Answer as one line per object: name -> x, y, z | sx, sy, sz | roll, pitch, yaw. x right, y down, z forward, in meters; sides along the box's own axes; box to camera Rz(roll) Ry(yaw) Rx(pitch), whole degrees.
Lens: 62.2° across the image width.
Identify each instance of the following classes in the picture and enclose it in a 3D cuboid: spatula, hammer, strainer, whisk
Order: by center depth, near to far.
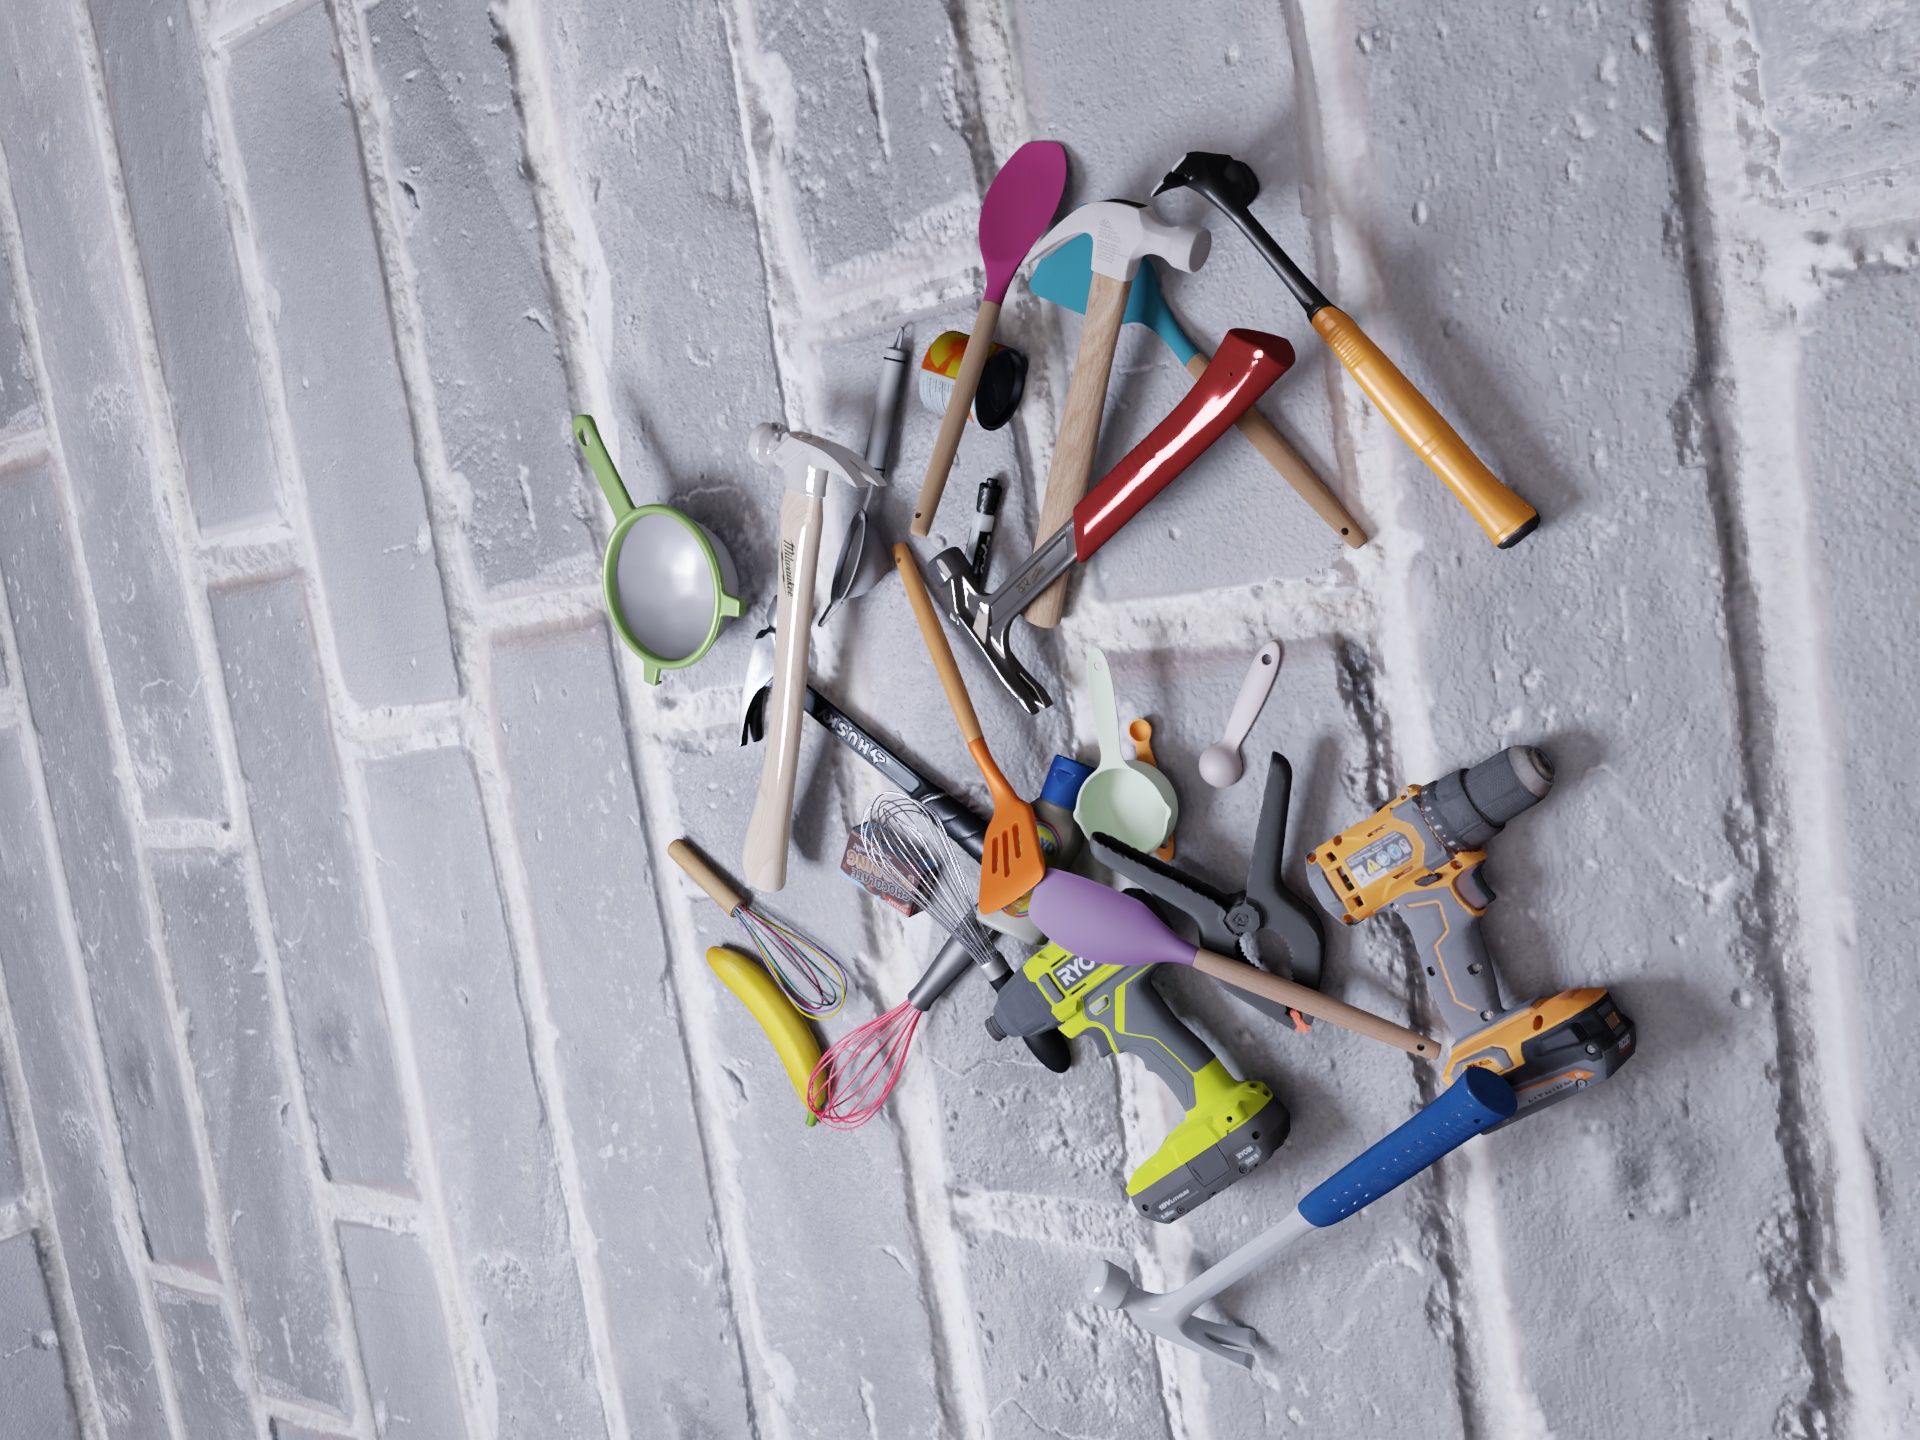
hammer -> 0.260, -0.247, 1.055 | 0.337, 0.127, 0.034 | 51, 123, 8
spatula -> 0.178, -0.239, 1.147 | 0.318, 0.044, 0.082 | 51, 130, 14
hammer -> 0.253, 0.364, 1.150 | 0.144, 0.035, 0.405 | 30, 131, -8
hammer -> 0.114, -0.148, 1.150 | 0.149, 0.037, 0.359 | 55, 134, 7
spatula -> 0.198, 0.186, 1.175 | 0.316, 0.018, 0.060 | 19, 100, 16
hammer -> 0.088, -0.221, 1.187 | 0.130, 0.031, 0.331 | 28, 125, 26
spatula -> -0.002, -0.004, 1.289 | 0.081, 0.041, 0.323 | -37, 67, 41
whisk -> 0.010, 0.177, 1.316 | 0.070, 0.070, 0.284 | -29, 99, 35
strainer -> -0.072, -0.199, 1.331 | 0.087, 0.050, 0.258 | -130, 50, -70
hammer -> -0.140, -0.036, 1.355 | 0.146, 0.038, 0.410 | 29, 120, 42
hammer -> -0.041, 0.061, 1.367 | 0.409, 0.036, 0.149 | 39, 120, 22
whisk -> -0.048, 0.260, 1.402 | 0.073, 0.073, 0.295 | 46, 115, 18
strainer -> -0.277, -0.171, 1.460 | 0.151, 0.069, 0.256 | -34, 79, 37
whisk -> -0.198, 0.194, 1.499 | 0.245, 0.051, 0.047 | 40, 125, 25

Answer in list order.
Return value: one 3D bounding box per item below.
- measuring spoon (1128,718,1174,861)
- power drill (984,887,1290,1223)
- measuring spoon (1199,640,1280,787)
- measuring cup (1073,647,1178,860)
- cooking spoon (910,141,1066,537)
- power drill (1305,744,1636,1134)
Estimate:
measuring spoon -> 0.152, 0.054, 1.249 | 0.021, 0.011, 0.117 | -8, 99, 32
power drill -> 0.135, 0.266, 1.240 | 0.171, 0.080, 0.223 | -39, 79, 18
measuring spoon -> 0.209, -0.004, 1.190 | 0.034, 0.018, 0.124 | 32, 115, 26
measuring cup -> 0.124, 0.024, 1.228 | 0.083, 0.038, 0.167 | -6, 98, 32
cooking spoon -> 0.016, -0.289, 1.197 | 0.069, 0.017, 0.319 | 14, 83, 34
power drill -> 0.363, 0.142, 1.079 | 0.185, 0.084, 0.226 | -39, 72, 33
